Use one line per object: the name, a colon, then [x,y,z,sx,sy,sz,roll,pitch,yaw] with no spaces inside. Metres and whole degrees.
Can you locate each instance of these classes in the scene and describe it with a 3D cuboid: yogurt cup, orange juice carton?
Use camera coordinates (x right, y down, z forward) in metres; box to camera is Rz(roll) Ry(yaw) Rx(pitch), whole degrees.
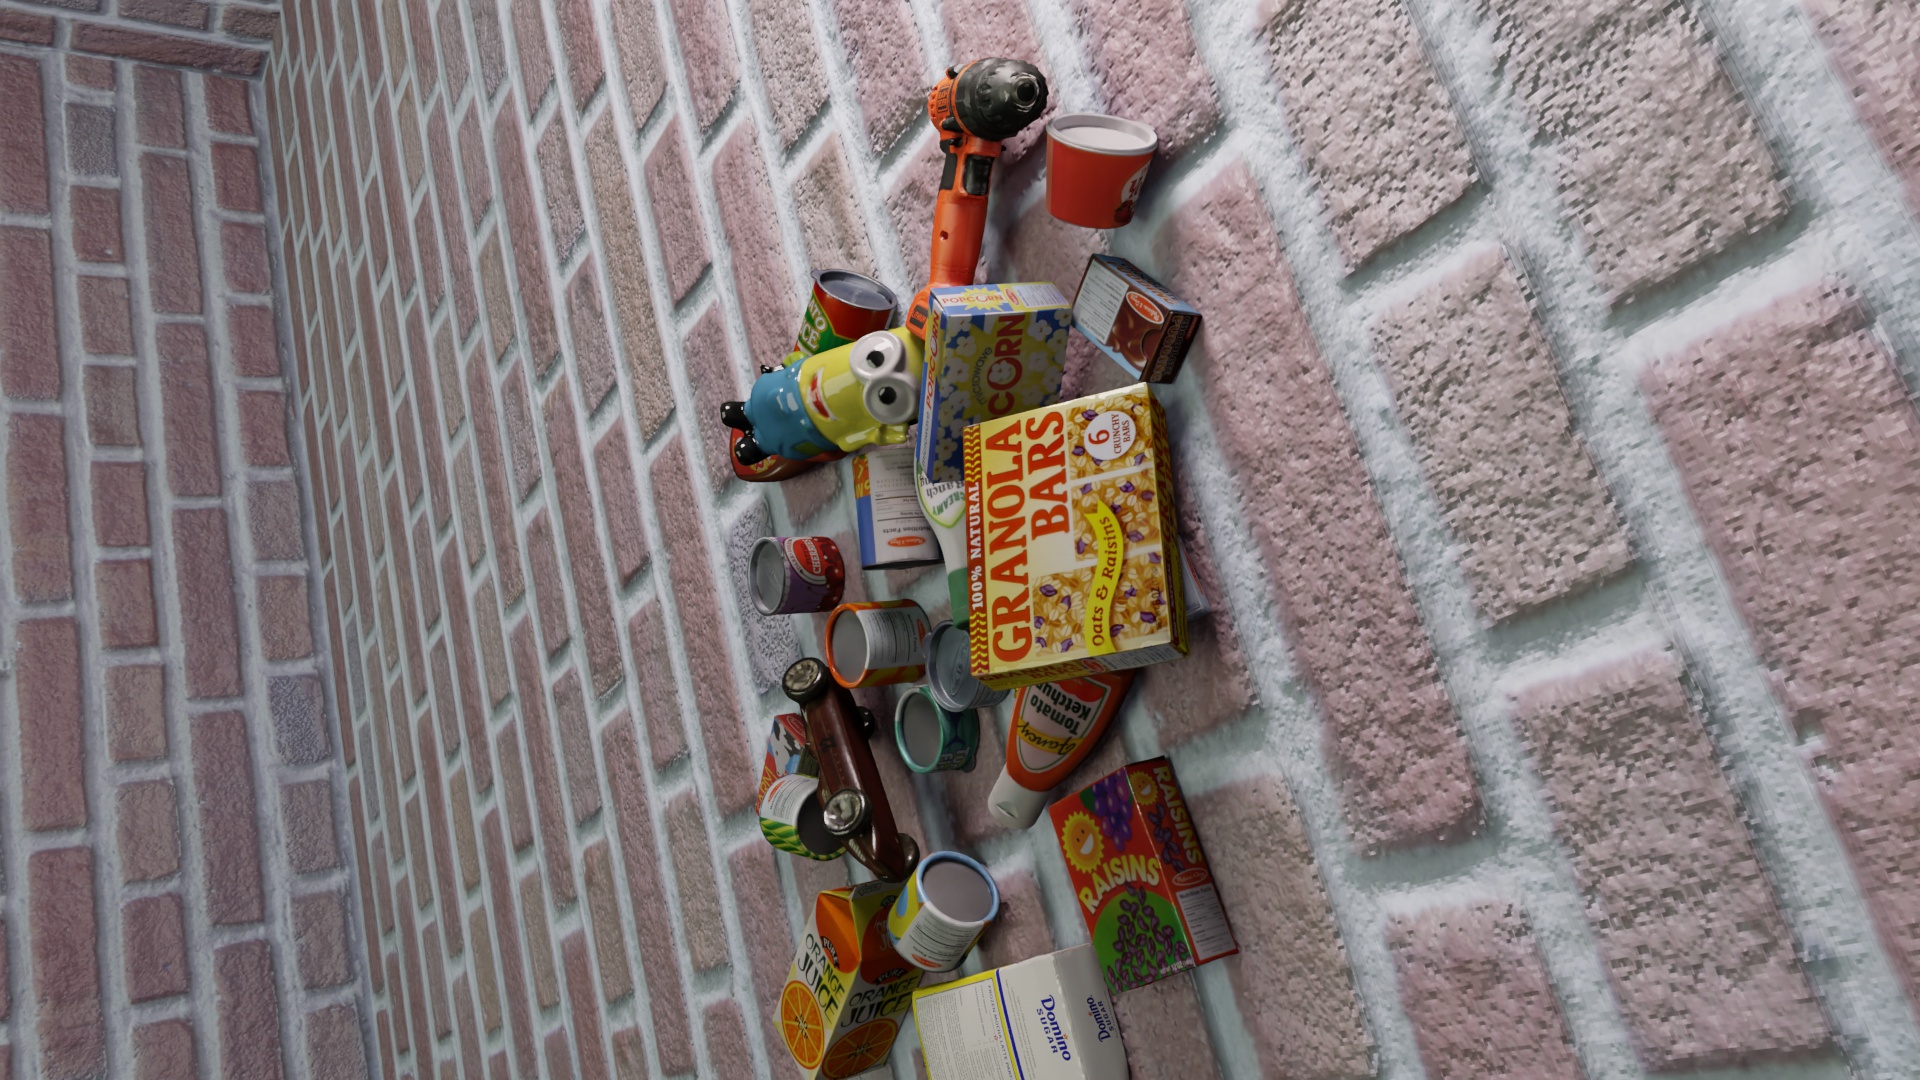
yogurt cup: [0.083,-0.226,0.852,0.072,0.072,0.053,45,139,43]
orange juice carton: [-0.080,0.333,1.090,0.073,0.072,0.191,47,128,41]

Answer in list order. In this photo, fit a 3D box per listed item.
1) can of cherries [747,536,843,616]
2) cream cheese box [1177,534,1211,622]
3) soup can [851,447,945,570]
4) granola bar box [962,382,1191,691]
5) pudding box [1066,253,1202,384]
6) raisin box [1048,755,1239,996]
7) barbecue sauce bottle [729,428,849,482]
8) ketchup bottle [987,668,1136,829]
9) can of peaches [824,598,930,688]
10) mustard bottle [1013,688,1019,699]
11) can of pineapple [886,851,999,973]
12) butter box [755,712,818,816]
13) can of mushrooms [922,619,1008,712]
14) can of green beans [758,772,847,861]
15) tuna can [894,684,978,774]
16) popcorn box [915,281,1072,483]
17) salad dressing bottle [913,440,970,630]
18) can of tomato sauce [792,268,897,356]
can of cherries: [-0.138,0.028,1.168,0.071,0.058,0.071,2,93,54]
cream cheese box: [0.094,0.040,0.840,0.103,0.024,0.053,-27,66,16]
soup can: [-0.045,-0.022,1.035,0.071,0.071,0.084,-14,80,53]
granola bar box: [0.066,-0.001,0.829,0.124,0.039,0.166,-12,63,22]
pudding box: [0.105,-0.136,0.855,0.084,0.030,0.049,47,127,41]
raisin box: [0.110,0.206,0.855,0.085,0.040,0.123,-42,60,47]
barbecue sauce bottle: [-0.145,-0.083,1.185,0.148,0.044,0.065,0,91,53]
ketchup bottle: [0.060,0.125,0.910,0.065,0.044,0.148,32,121,16]
can of peaches: [-0.065,0.080,1.072,0.071,0.058,0.071,4,94,53]
mustard bottle: [0.050,0.029,0.919,0.065,0.049,0.159,22,111,38]
can of pineapple: [-0.012,0.266,1.002,0.071,0.071,0.057,57,133,35]
butter box: [-0.151,0.209,1.222,0.053,0.024,0.103,36,120,46]
can of mushrooms: [0.005,0.087,0.997,0.071,0.033,0.071,5,96,53]
can of green beans: [-0.124,0.229,1.150,0.057,0.071,0.071,-3,89,53]
tuna can: [-0.018,0.141,1.031,0.071,0.033,0.071,3,94,54]
popcorn box: [0.020,-0.101,0.900,0.038,0.085,0.126,-119,29,-49]
salad dressing bottle: [0.003,-0.012,0.974,0.064,0.044,0.148,-19,71,30]
can of tomato sauce: [-0.095,-0.162,1.092,0.071,0.071,0.082,50,130,40]
